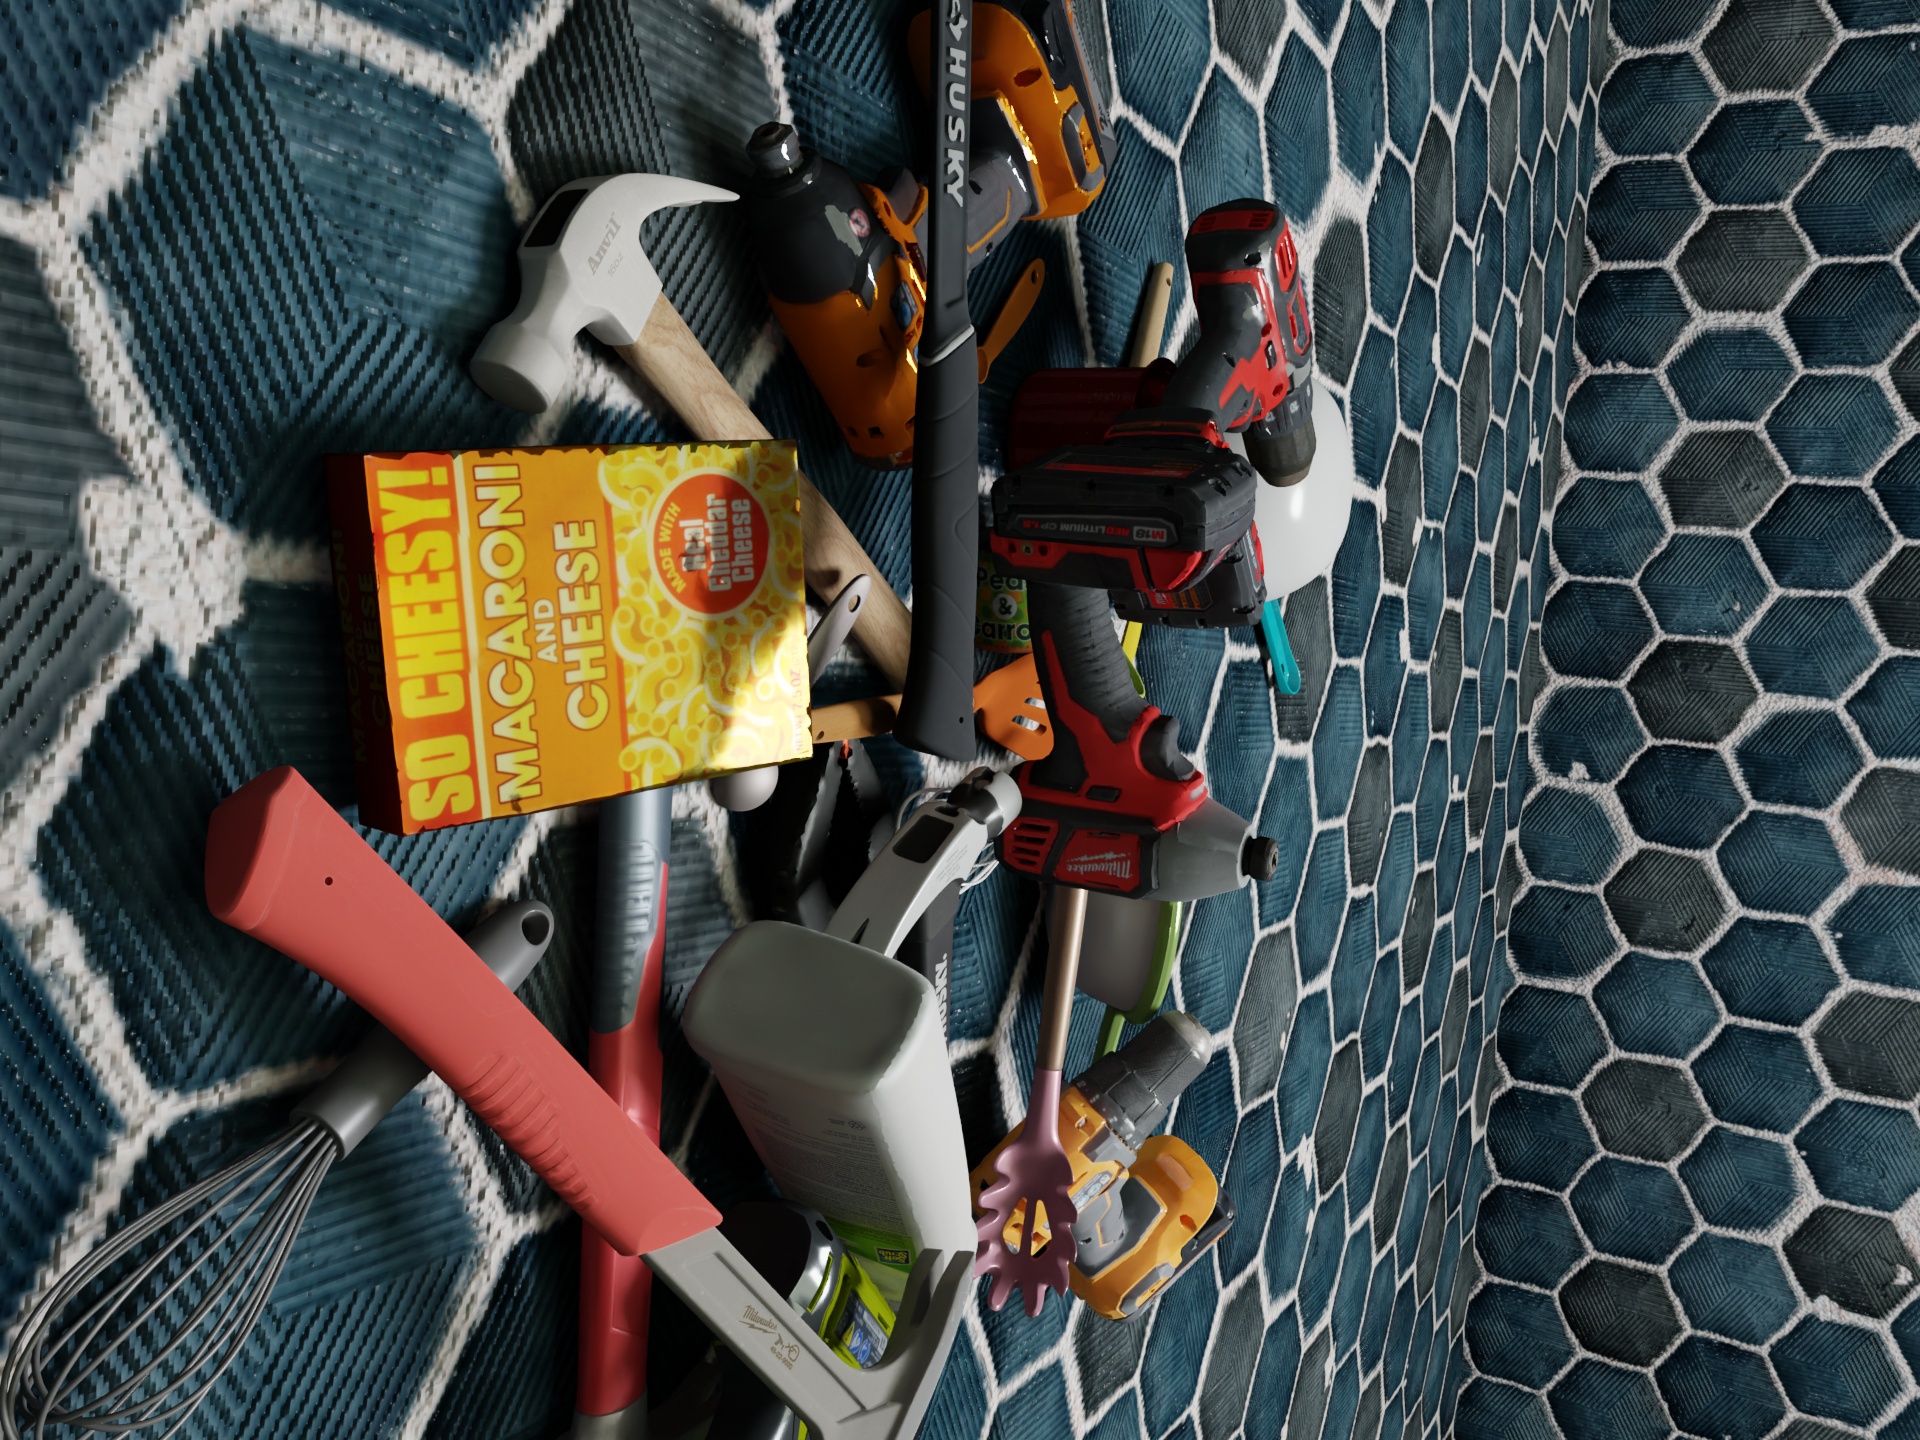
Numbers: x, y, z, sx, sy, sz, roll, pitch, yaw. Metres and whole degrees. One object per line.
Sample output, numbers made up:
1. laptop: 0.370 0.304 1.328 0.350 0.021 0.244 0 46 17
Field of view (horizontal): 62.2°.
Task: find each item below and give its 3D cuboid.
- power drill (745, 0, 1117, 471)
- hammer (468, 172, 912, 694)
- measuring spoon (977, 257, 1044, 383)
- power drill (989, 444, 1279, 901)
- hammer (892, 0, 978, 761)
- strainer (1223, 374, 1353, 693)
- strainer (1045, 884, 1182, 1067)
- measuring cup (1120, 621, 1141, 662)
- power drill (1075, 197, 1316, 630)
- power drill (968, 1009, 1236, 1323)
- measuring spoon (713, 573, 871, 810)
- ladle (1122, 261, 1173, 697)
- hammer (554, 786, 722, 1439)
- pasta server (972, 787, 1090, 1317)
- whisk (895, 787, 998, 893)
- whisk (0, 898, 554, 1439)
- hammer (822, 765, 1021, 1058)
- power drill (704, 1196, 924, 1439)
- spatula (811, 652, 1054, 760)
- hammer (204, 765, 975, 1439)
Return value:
1. power drill: -0.016 -0.250 0.736 0.227 0.084 0.164 -62 143 -28
2. hammer: -0.081 -0.103 0.697 0.331 0.031 0.130 51 53 -53
3. measuring spoon: 0.024 -0.225 0.887 0.117 0.011 0.021 -63 146 -39
4. power drill: 0.085 -0.015 0.767 0.078 0.143 0.219 -37 130 -55
5. hammer: -0.004 -0.181 0.676 0.149 0.036 0.409 -15 110 -51
6. strainer: 0.265 -0.138 1.252 0.211 0.095 0.340 -62 144 -33
7. strainer: 0.081 0.160 1.022 0.152 0.069 0.256 -96 -165 -65
8. measuring cup: 0.088 -0.018 1.030 0.062 0.029 0.157 56 46 -50
9. power drill: 0.149 -0.153 0.889 0.227 0.080 0.187 -66 147 -33
10. power drill: 0.105 0.283 1.007 0.185 0.084 0.226 -43 142 -4
11. measuring spoon: -0.070 -0.012 0.715 0.124 0.018 0.034 -59 149 -7
12. ladle: 0.110 -0.156 1.010 0.078 0.062 0.320 33 64 -46
13. hammer: -0.128 0.129 0.656 0.143 0.038 0.386 -7 102 -62
14. pasta server: 0.052 0.168 0.887 0.040 0.060 0.316 7 91 -82
15. whisk: 0.040 0.049 0.907 0.246 0.058 0.059 -16 87 -54
16. whisk: -0.203 0.134 0.511 0.239 0.055 0.055 -53 140 -49
17. hammer: -0.020 0.195 0.814 0.146 0.035 0.334 -43 142 -47
18. power drill: -0.085 0.342 0.666 0.190 0.080 0.229 68 35 -43
19. spatula: -0.001 -0.003 0.799 0.081 0.041 0.322 -56 164 16
20. hammer: -0.118 0.150 0.556 0.358 0.037 0.149 56 43 -26
